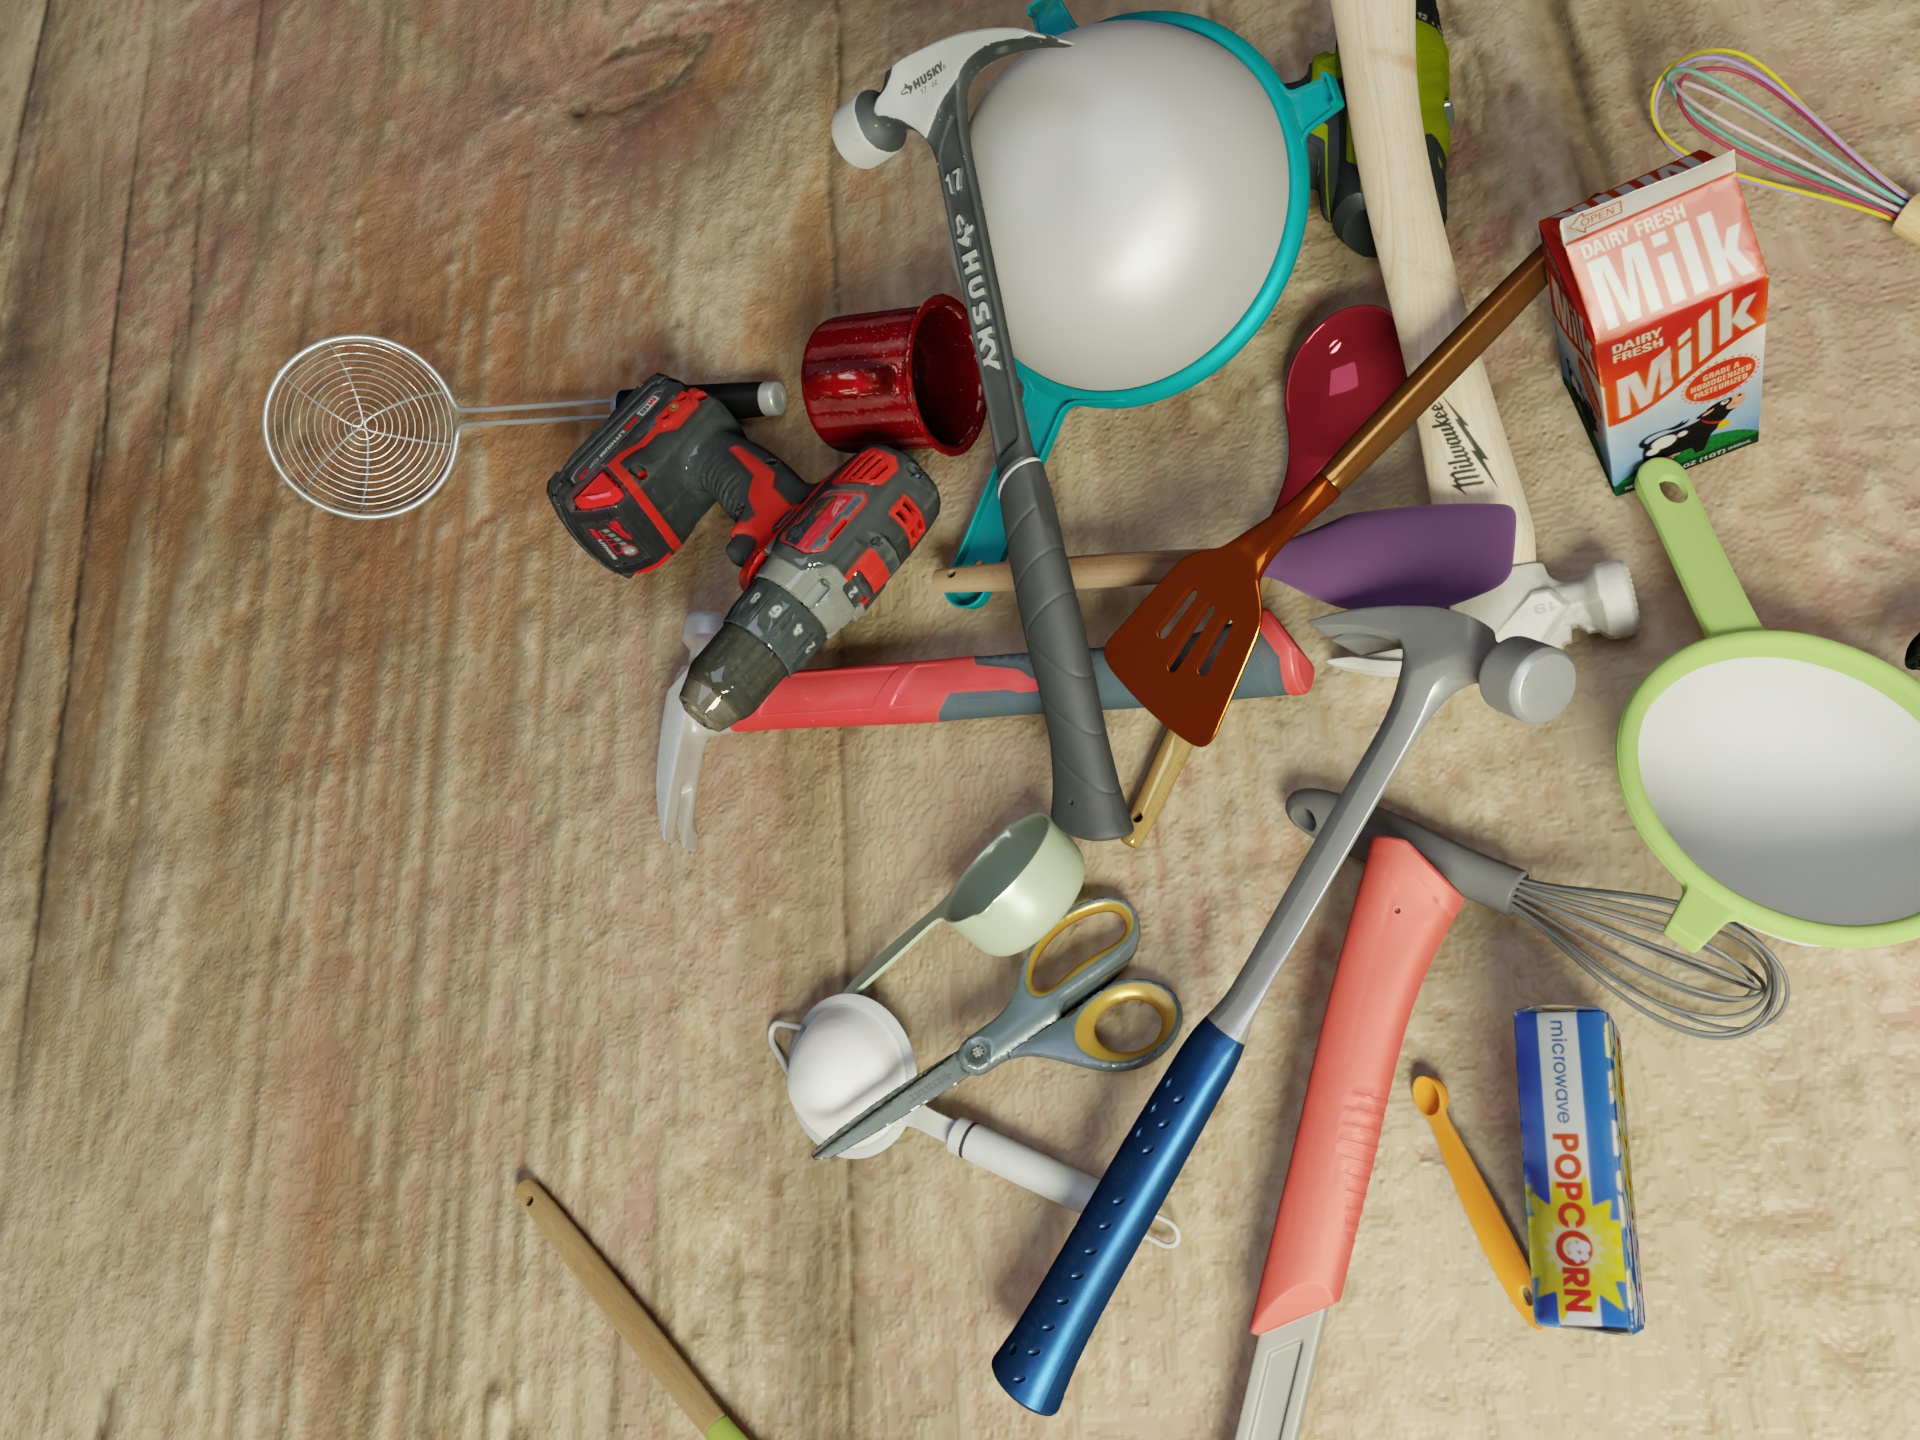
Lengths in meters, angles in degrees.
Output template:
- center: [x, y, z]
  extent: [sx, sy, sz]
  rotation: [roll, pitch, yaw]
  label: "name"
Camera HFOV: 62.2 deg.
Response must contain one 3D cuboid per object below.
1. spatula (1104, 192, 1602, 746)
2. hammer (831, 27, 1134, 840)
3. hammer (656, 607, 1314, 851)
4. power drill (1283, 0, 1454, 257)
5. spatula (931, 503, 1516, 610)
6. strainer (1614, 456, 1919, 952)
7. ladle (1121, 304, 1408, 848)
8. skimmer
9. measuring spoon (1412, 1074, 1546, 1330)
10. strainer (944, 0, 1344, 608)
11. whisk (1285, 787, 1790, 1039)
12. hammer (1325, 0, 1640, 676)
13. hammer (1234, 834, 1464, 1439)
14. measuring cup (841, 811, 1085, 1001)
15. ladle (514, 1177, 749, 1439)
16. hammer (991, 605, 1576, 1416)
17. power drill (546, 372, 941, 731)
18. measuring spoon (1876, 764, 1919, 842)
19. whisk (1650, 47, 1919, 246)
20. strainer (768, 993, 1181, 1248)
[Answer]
- center: [0.197, -0.128, 0.770]
  extent: [0.322, 0.041, 0.081]
  rotation: [-46, 58, 3]
  label: "spatula"
- center: [0.030, -0.141, 0.793]
  extent: [0.149, 0.036, 0.409]
  rotation: [-14, 87, 48]
  label: "hammer"
- center: [-0.001, -0.003, 0.870]
  extent: [0.386, 0.038, 0.143]
  rotation: [-3, 72, 28]
  label: "hammer"
- center: [0.164, -0.351, 0.913]
  extent: [0.228, 0.080, 0.191]
  rotation: [-2, 72, 21]
  label: "power drill"
- center: [0.121, -0.078, 0.818]
  extent: [0.316, 0.018, 0.060]
  rotation: [0, 66, 31]
  label: "spatula"
- center: [0.346, -0.004, 0.711]
  extent: [0.151, 0.069, 0.257]
  rotation: [-6, 56, -1]
  label: "strainer"
- center: [0.158, -0.075, 0.845]
  extent: [0.069, 0.031, 0.315]
  rotation: [23, 84, 31]
  label: "ladle"
- center: [-0.294, -0.201, 1.059]
  extent: [0.363, 0.090, 0.127]
  rotation: [1, 105, 22]
  label: "skimmer"
- center: [0.235, 0.214, 0.712]
  extent: [0.011, 0.021, 0.117]
  rotation: [-8, 61, -25]
  label: "measuring spoon"
- center: [0.044, -0.218, 0.848]
  extent: [0.211, 0.095, 0.340]
  rotation: [30, 106, 26]
  label: "strainer"
- center: [0.256, 0.082, 0.735]
  extent: [0.239, 0.055, 0.055]
  rotation: [24, 83, 34]
  label: "whisk"
- center: [0.224, -0.227, 0.809]
  extent: [0.146, 0.038, 0.411]
  rotation: [-13, 81, 20]
  label: "hammer"
- center: [0.150, 0.227, 0.714]
  extent: [0.149, 0.036, 0.359]
  rotation: [12, 84, 27]
  label: "hammer"
- center: [0.001, 0.113, 0.839]
  extent: [0.038, 0.083, 0.167]
  rotation: [42, 118, -12]
  label: "measuring cup"
- center: [-0.148, 0.343, 0.817]
  extent: [0.320, 0.062, 0.078]
  rotation: [37, 87, 33]
  label: "ladle"
- center: [0.124, 0.129, 0.726]
  extent: [0.405, 0.035, 0.144]
  rotation: [-61, 27, 4]
  label: "hammer"
- center: [-0.142, -0.101, 0.926]
  extent: [0.227, 0.080, 0.188]
  rotation: [27, 71, 37]
  label: "power drill"
- center: [0.437, -0.001, 0.694]
  extent: [0.034, 0.018, 0.124]
  rotation: [32, 87, 30]
  label: "measuring spoon"
- center: [0.443, -0.262, 0.773]
  extent: [0.047, 0.051, 0.245]
  rotation: [-45, 63, -2]
  label: "whisk"
- center: [-0.006, 0.208, 0.810]
  extent: [0.258, 0.050, 0.087]
  rotation: [19, 96, 25]
  label: "strainer"
